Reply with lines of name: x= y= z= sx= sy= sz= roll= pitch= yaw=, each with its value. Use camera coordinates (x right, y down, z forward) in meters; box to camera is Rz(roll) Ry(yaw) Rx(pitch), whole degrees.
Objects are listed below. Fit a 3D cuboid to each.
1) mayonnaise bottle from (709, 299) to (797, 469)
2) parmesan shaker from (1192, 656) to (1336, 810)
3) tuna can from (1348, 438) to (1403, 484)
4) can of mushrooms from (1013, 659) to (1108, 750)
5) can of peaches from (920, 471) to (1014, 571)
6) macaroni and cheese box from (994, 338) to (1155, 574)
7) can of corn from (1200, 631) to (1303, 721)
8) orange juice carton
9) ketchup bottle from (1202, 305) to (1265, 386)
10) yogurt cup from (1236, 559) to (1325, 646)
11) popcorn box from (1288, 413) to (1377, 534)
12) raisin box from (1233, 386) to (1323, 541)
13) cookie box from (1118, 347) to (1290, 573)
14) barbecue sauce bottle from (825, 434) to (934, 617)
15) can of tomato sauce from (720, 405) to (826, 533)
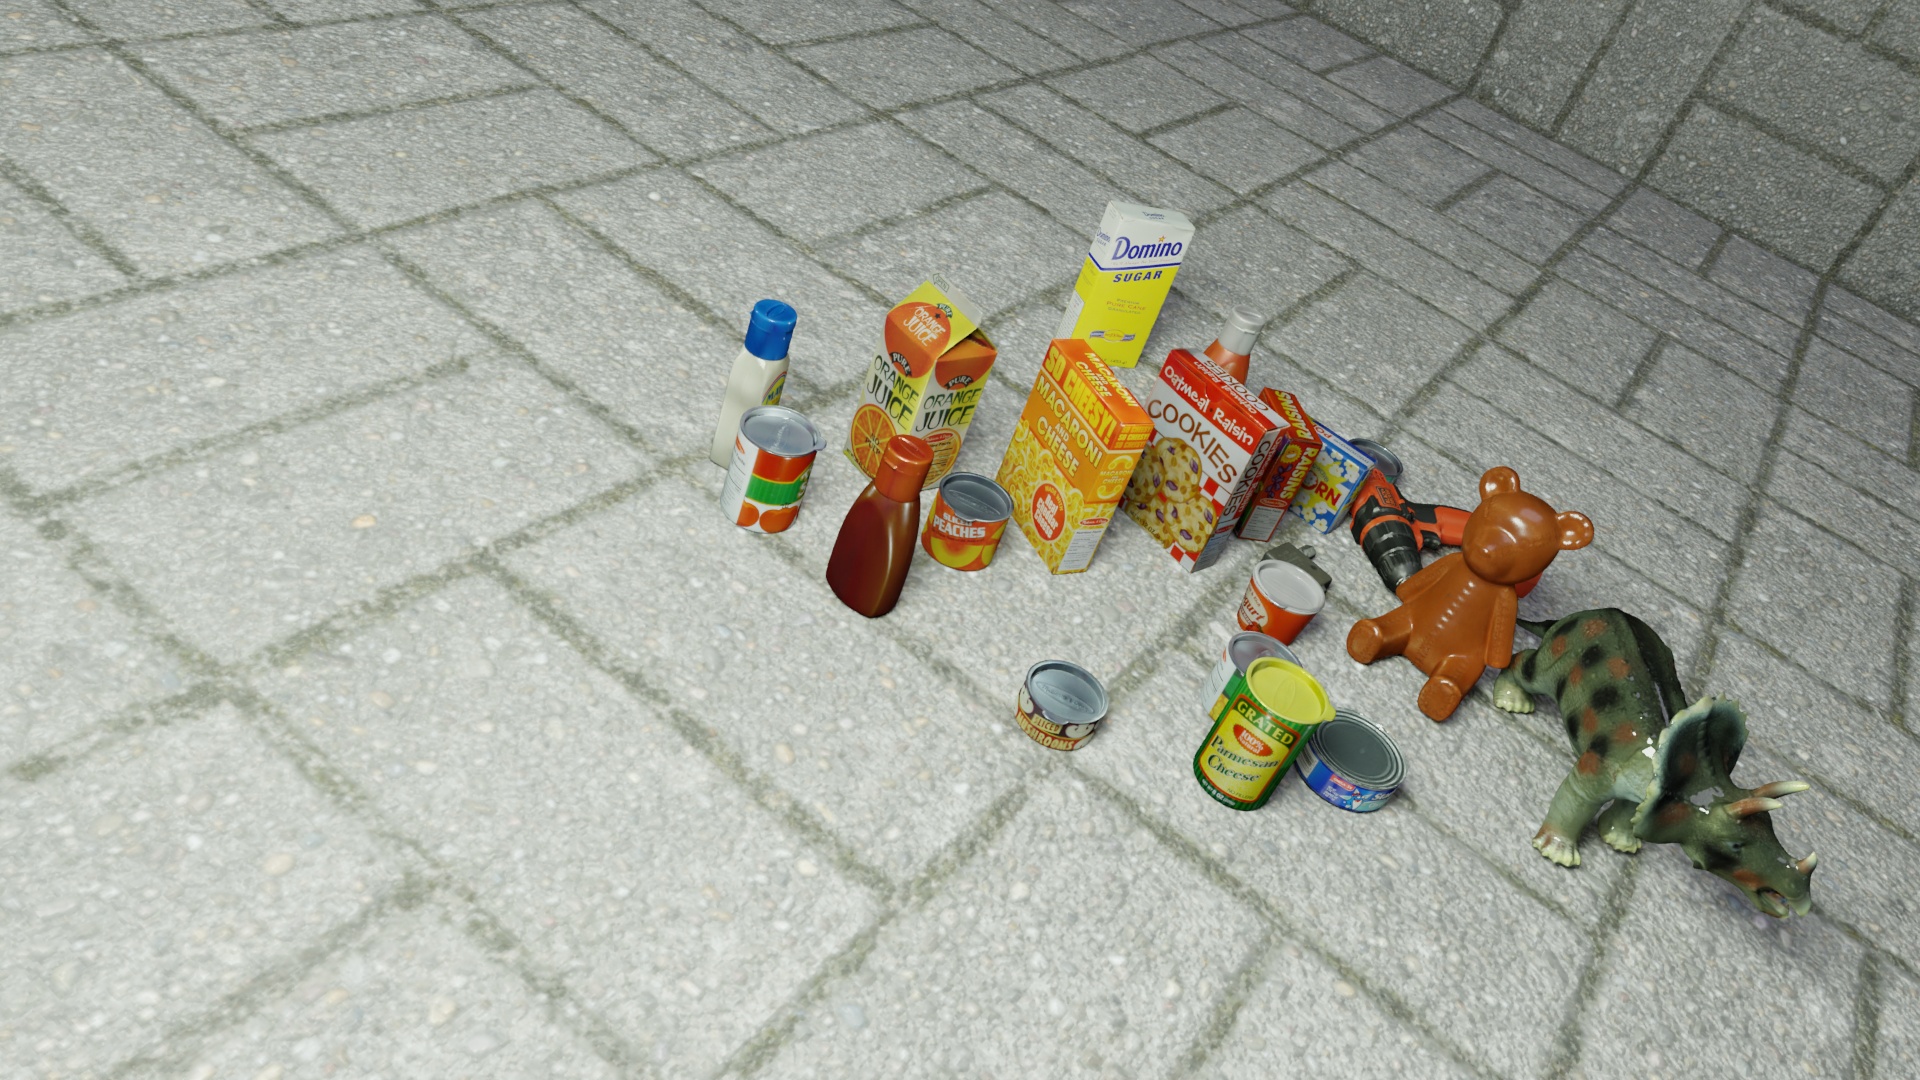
mayonnaise bottle: x=-0.170 y=-0.129 z=1.158 sx=0.041 sy=0.147 sz=0.065 roll=27 pitch=36 yaw=7
parmesan shaker: x=0.227 y=0.149 z=1.046 sx=0.071 sy=0.102 sz=0.072 roll=14 pitch=37 yaw=-11
tuna can: x=0.439 y=-0.079 z=1.505 sx=0.071 sy=0.032 sz=0.071 roll=14 pitch=37 yaw=-11
can of mushrooms: x=0.075 y=0.126 z=1.055 sx=0.071 sy=0.033 sz=0.071 roll=14 pitch=37 yaw=-11
can of peaches: x=0.004 y=-0.015 z=1.178 sx=0.071 sy=0.057 sz=0.071 roll=14 pitch=37 yaw=-11
macaroni and cheese box: x=0.095 y=-0.073 z=1.207 sx=0.040 sy=0.165 sz=0.124 roll=-4 pitch=43 yaw=-31
can of corn: x=0.239 y=0.119 z=1.128 sx=0.071 sy=0.058 sz=0.071 roll=14 pitch=37 yaw=-11
orange juice carton: x=-0.031 y=-0.135 z=1.200 sx=0.073 sy=0.191 sz=0.072 roll=-14 pitch=49 yaw=-39
ketchup bottle: x=0.268 y=-0.171 z=1.435 sx=0.065 sy=0.148 sz=0.044 roll=11 pitch=37 yaw=-15
yogurt cup: x=0.281 y=0.058 z=1.230 sx=0.072 sy=0.053 sz=0.073 roll=14 pitch=37 yaw=-11
popcorn box: x=0.346 y=-0.078 z=1.410 sx=0.127 sy=0.084 sz=0.038 roll=39 pitch=39 yaw=21
raisin box: x=0.295 y=-0.073 z=1.346 sx=0.040 sy=0.122 sz=0.086 roll=9 pitch=38 yaw=-17
cookie box: x=0.211 y=-0.073 z=1.266 sx=0.040 sy=0.166 sz=0.123 roll=-16 pitch=50 yaw=-40
barbecue sauce bottle: x=-0.059 y=-0.013 z=1.067 sx=0.065 sy=0.147 sz=0.044 roll=42 pitch=40 yaw=25
can of tomato sauce: x=-0.153 y=-0.057 z=1.129 sx=0.071 sy=0.082 sz=0.071 roll=14 pitch=37 yaw=-11
